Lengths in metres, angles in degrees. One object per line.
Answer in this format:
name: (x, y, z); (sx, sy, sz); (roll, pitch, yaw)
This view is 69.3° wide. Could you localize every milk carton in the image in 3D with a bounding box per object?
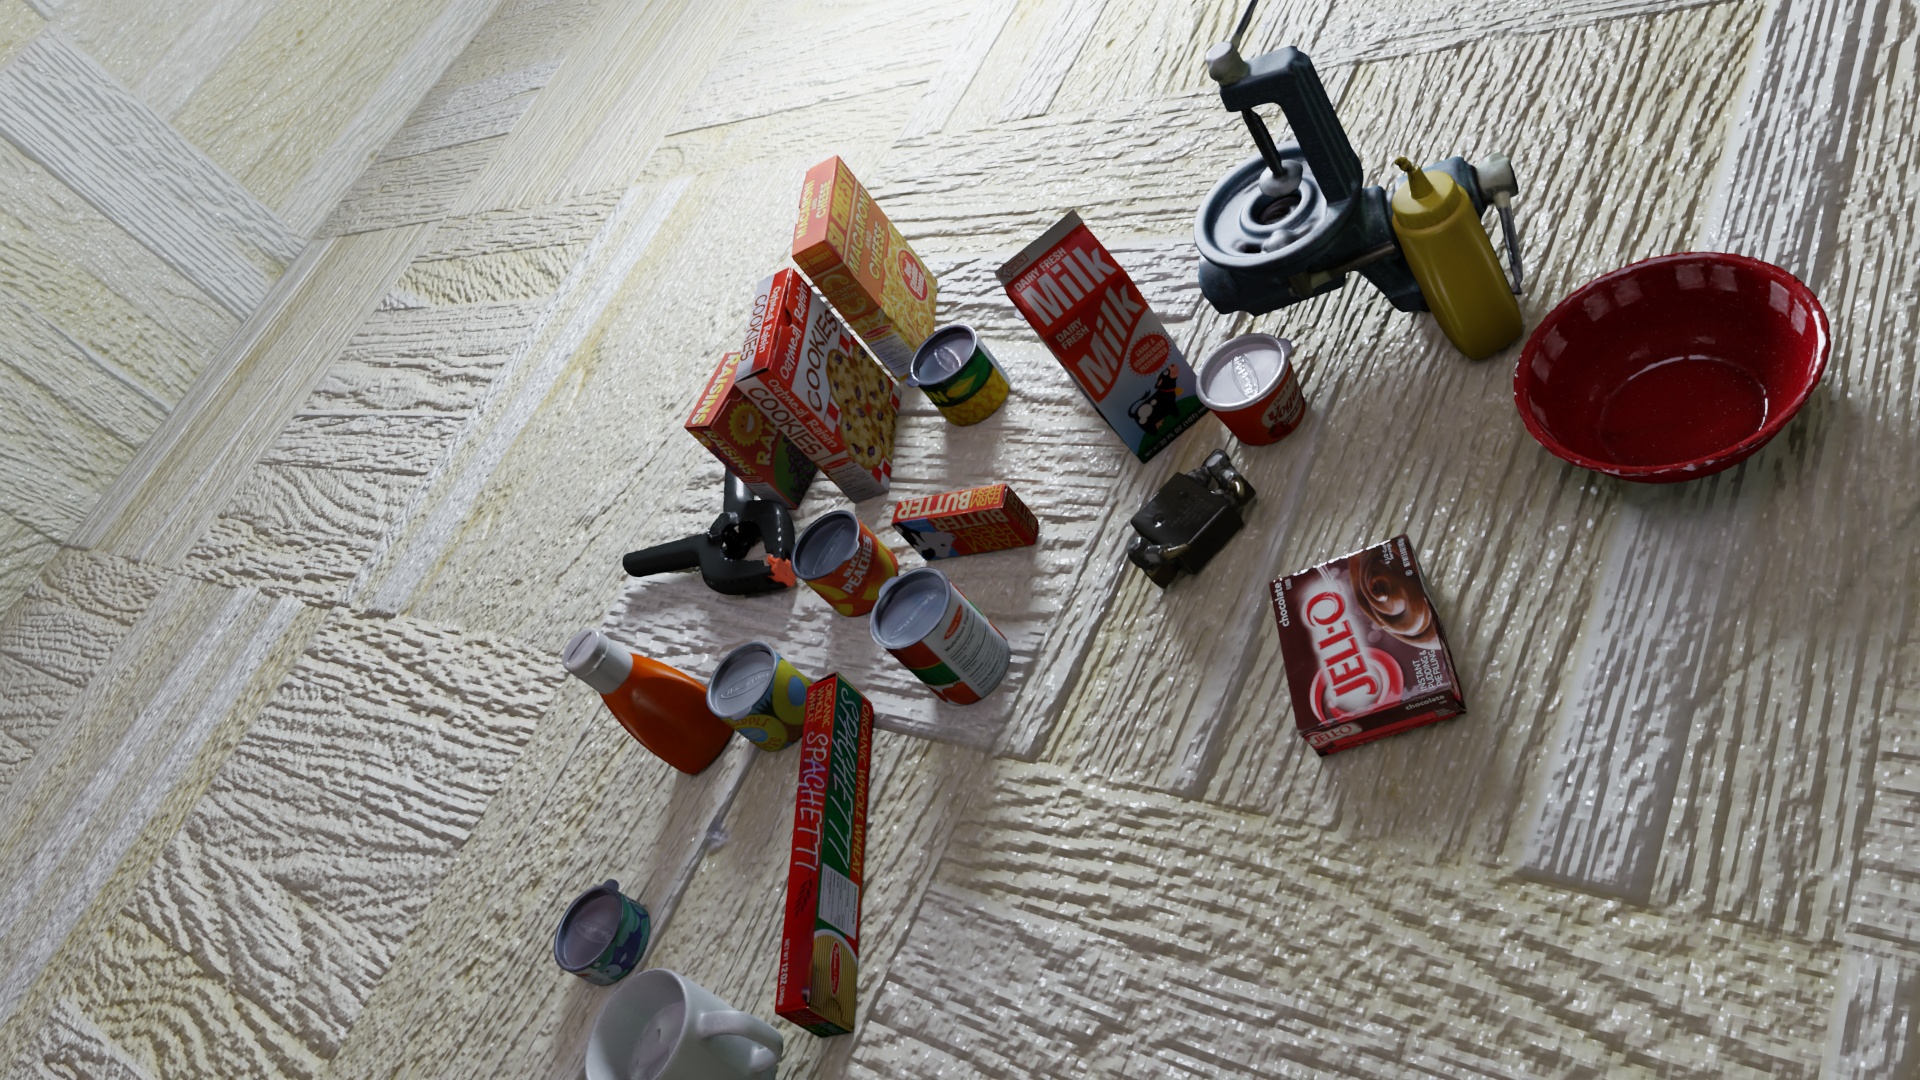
milk carton: (0.099, -0.149, 0.993); (0.072, 0.190, 0.074); (-39, 40, 5)

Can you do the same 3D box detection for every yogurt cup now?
yogurt cup: (0.206, -0.103, 0.972); (0.072, 0.053, 0.073); (-22, 44, 23)

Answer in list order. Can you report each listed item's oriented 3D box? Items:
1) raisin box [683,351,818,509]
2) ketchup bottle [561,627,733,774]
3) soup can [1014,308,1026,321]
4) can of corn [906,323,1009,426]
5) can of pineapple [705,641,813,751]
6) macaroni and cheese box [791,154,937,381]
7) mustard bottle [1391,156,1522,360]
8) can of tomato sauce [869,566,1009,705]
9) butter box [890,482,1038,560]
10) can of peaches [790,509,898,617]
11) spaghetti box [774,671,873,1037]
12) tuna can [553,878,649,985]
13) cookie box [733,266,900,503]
raisin box: (-0.174, -0.096, 1.220); (0.040, 0.123, 0.086); (2, 57, 40)
ketchup bottle: (-0.239, 0.120, 1.063); (0.043, 0.148, 0.065); (20, 70, 47)
soup can: (0.092, -0.174, 1.104); (0.071, 0.083, 0.072); (-22, 44, 23)
can of corn: (-0.002, -0.137, 1.167); (0.071, 0.058, 0.071); (-22, 44, 23)
can of pineapple: (-0.151, 0.121, 1.061); (0.071, 0.057, 0.071); (-22, 44, 23)
macaroni and cheese box: (-0.083, -0.241, 1.240); (0.040, 0.166, 0.124); (-20, 45, 25)
mustard bottle: (0.308, -0.184, 0.878); (0.048, 0.160, 0.065); (-31, 41, 14)
can of tomato sauce: (-0.015, 0.068, 0.978); (0.071, 0.083, 0.071); (-22, 44, 23)
butter box: (0.004, -0.013, 1.058); (0.103, 0.053, 0.024); (-9, 51, 34)
can of peaches: (-0.090, 0.019, 1.101); (0.071, 0.058, 0.071); (-22, 44, 23)
spaghetti box: (-0.089, 0.206, 0.942); (0.028, 0.050, 0.251); (-22, 44, 24)
tuna can: (-0.262, 0.289, 1.023); (0.071, 0.032, 0.071); (-22, 44, 23)
cookie box: (-0.115, -0.130, 1.167); (0.040, 0.167, 0.123); (-19, 46, 26)
